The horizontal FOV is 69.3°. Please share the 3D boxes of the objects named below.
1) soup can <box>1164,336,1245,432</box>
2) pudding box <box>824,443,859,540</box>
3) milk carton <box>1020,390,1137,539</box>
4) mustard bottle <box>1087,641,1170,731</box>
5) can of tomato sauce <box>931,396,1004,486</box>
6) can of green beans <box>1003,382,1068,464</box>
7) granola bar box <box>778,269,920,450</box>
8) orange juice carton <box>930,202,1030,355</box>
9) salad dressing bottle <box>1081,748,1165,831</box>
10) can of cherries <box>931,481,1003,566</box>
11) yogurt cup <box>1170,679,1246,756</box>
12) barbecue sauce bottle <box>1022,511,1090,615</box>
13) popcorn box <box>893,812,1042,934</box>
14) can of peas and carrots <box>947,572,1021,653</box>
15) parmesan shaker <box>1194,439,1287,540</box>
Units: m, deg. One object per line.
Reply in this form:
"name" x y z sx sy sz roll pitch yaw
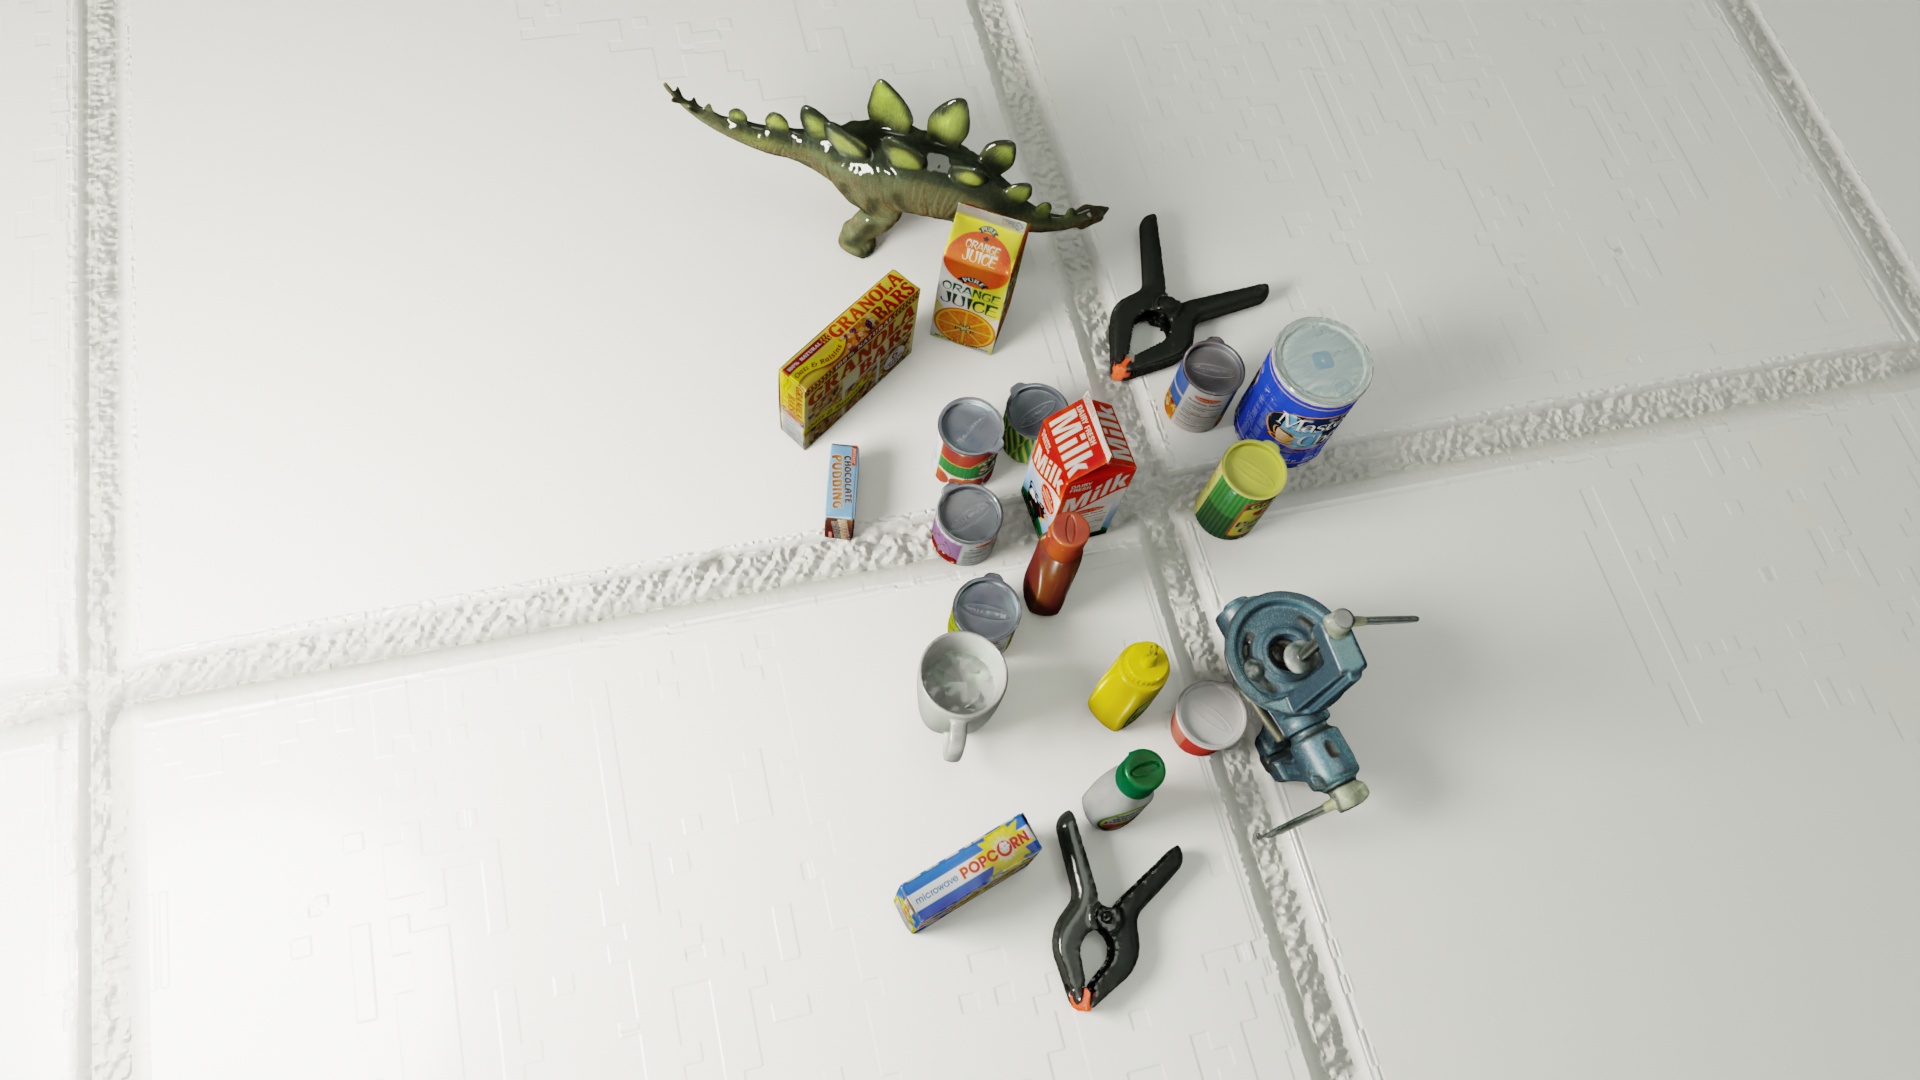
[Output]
"soup can" 0.256 -0.163 1.460 0.071 0.083 0.071 3 66 -6
"pudding box" -0.118 -0.049 1.382 0.030 0.049 0.084 4 66 -5
"milk carton" 0.115 -0.068 1.342 0.073 0.189 0.072 -13 69 -12
"mustard bottle" 0.160 0.128 1.276 0.065 0.159 0.049 -41 76 -21
"can of tomato sauce" 0.008 -0.095 1.400 0.071 0.082 0.071 3 66 -6
"can of green beans" 0.076 -0.120 1.433 0.071 0.057 0.071 3 66 -6
"granola bar box" -0.114 -0.182 1.402 0.039 0.123 0.166 40 68 11
"orange juice carton" 0.021 -0.277 1.424 0.072 0.191 0.073 19 66 2
"salad dressing bottle" 0.148 0.222 1.239 0.064 0.147 0.044 -16 69 -13
"can of cherries" 0.005 -0.017 1.378 0.071 0.058 0.072 3 66 -6
"yogurt cup" 0.233 0.172 1.323 0.072 0.053 0.072 3 66 -6
"barbecue sauce bottle" 0.091 0.019 1.323 0.044 0.148 0.065 5 66 -4
"popcorn box" 0.005 0.294 1.223 0.127 0.085 0.038 -28 72 -17
"can of peas and carrots" 0.023 0.074 1.339 0.071 0.058 0.071 3 66 -6
"parmesan shaker" 0.284 -0.051 1.403 0.071 0.102 0.071 3 66 -6
